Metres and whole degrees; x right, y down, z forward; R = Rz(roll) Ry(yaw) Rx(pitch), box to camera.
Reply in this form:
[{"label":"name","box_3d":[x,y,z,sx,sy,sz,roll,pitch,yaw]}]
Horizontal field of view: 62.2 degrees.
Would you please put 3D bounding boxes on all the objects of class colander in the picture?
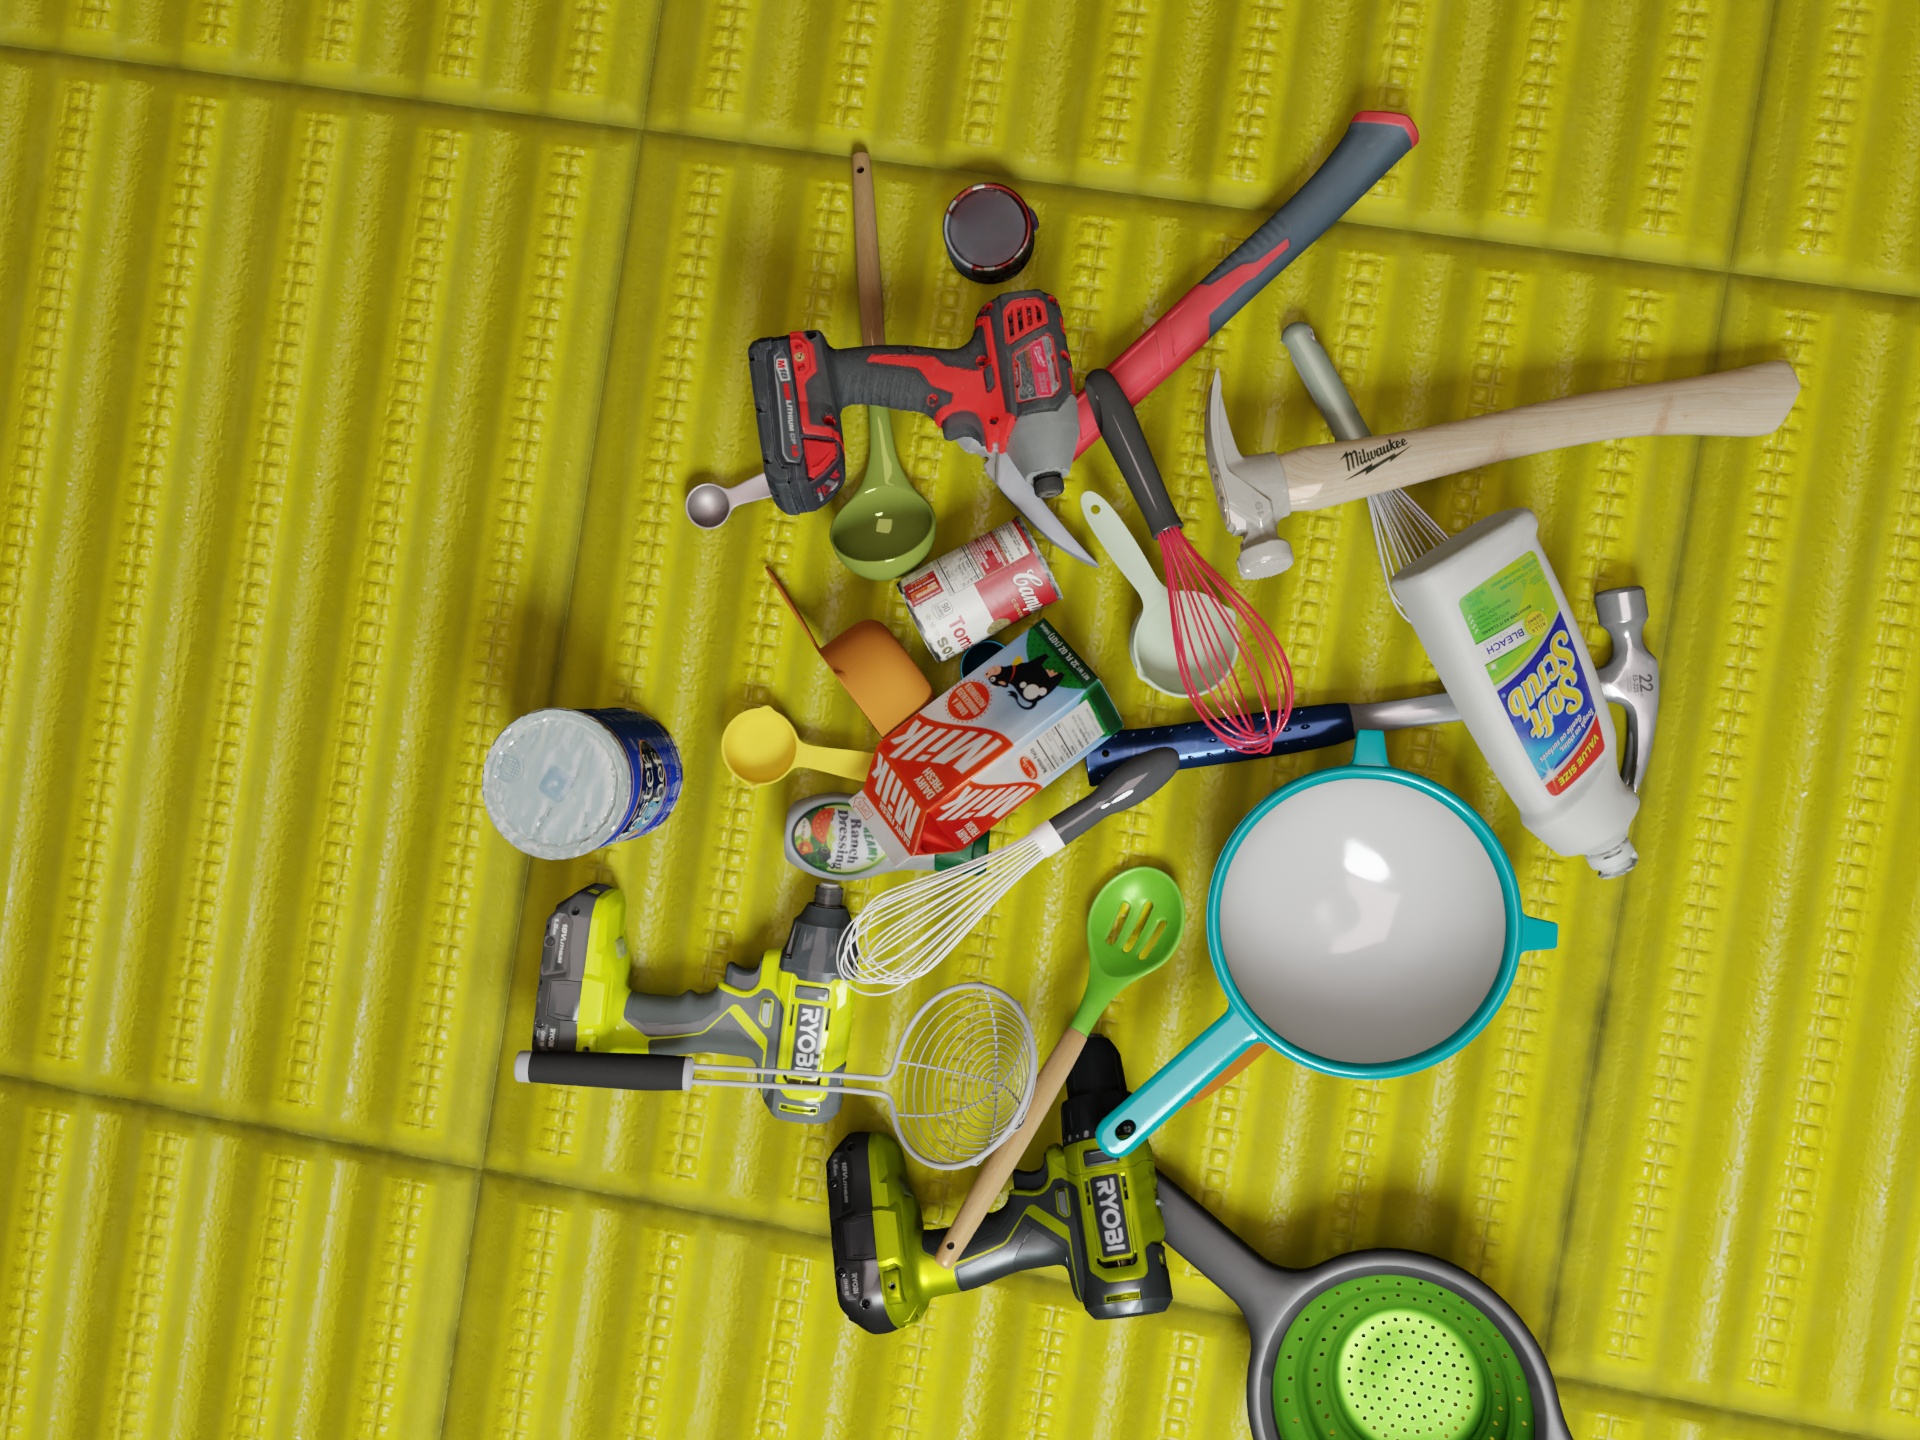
[{"label":"colander","box_3d":[0.246,0.421,1.129,0.397,0.094,0.204,37,94,22]}]

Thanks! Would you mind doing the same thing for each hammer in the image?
[{"label":"hammer","box_3d":[0.185,-0.283,1.144,0.386,0.038,0.143,-42,88,4]},{"label":"hammer","box_3d":[0.291,0.005,1.137,0.405,0.035,0.144,-8,90,5]},{"label":"hammer","box_3d":[0.374,-0.206,1.100,0.410,0.038,0.146,-11,77,-4]}]

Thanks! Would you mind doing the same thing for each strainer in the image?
[{"label":"strainer","box_3d":[0.225,0.179,1.110,0.340,0.095,0.211,-41,85,1]}]

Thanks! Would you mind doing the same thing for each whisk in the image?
[{"label":"whisk","box_3d":[0.292,-0.176,1.132,0.059,0.058,0.246,-30,83,25]},{"label":"whisk","box_3d":[0.034,0.100,1.119,0.284,0.070,0.070,-34,88,-1]},{"label":"whisk","box_3d":[0.151,-0.113,1.093,0.073,0.073,0.296,-24,79,5]}]

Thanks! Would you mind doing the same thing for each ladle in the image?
[{"label":"ladle","box_3d":[-0.064,-0.260,1.159,0.078,0.062,0.320,-4,88,7]}]

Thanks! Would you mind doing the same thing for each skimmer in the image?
[{"label":"skimmer","box_3d":[-0.130,0.236,1.087,0.363,0.090,0.127,2,63,2]}]

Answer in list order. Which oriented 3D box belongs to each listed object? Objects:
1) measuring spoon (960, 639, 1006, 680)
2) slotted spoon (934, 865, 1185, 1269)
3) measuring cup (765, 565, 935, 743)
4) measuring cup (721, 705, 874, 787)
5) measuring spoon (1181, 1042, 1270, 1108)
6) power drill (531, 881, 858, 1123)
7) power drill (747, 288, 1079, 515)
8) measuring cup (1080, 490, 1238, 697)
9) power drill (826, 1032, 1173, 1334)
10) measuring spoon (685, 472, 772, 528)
[{"label":"measuring spoon","box_3d":[-0.002,-0.004,1.177,0.042,0.021,0.128,37,103,8]},{"label":"slotted spoon","box_3d":[0.067,0.239,1.112,0.070,0.031,0.314,25,69,22]},{"label":"measuring cup","box_3d":[-0.080,-0.062,1.158,0.052,0.095,0.174,-35,69,-2]},{"label":"measuring cup","box_3d":[-0.099,0.028,1.182,0.156,0.029,0.062,11,92,-2]},{"label":"measuring spoon","box_3d":[0.202,0.248,1.159,0.117,0.011,0.021,-37,87,5]},{"label":"power drill","box_3d":[-0.188,0.193,1.166,0.223,0.080,0.171,7,92,1]},{"label":"power drill","box_3d":[-0.028,-0.211,1.099,0.219,0.078,0.143,-9,81,-1]},{"label":"measuring cup","box_3d":[0.133,-0.092,1.140,0.083,0.038,0.167,-34,94,-2]},{"label":"power drill","box_3d":[0.027,0.332,1.125,0.228,0.080,0.191,-12,66,9]},{"label":"measuring spoon","box_3d":[-0.145,-0.174,1.190,0.124,0.018,0.034,-20,89,-2]}]
